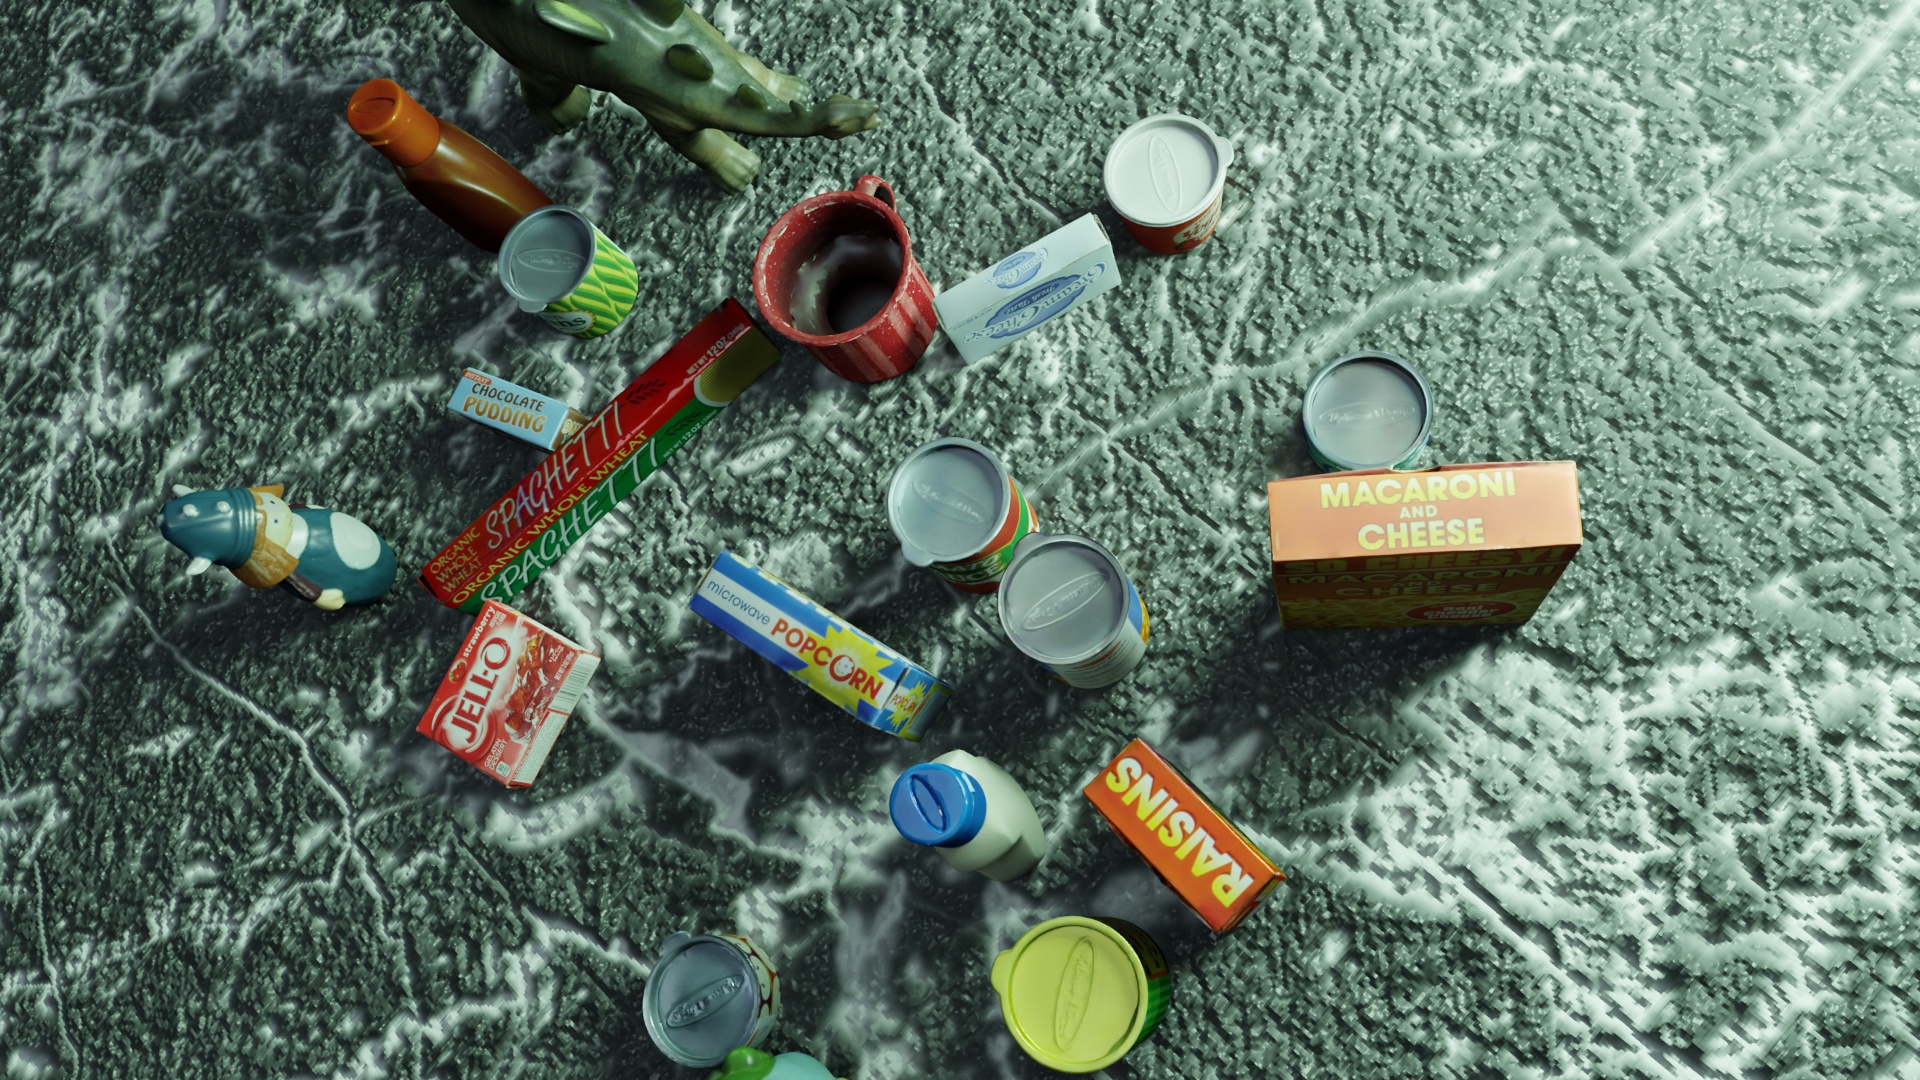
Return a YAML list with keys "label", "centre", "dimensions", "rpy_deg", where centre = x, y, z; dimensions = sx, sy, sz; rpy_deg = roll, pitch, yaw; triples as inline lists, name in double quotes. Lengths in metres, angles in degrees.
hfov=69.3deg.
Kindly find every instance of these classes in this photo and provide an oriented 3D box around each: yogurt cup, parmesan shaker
- label: "yogurt cup"
  centre: [0.117, -0.197, 0.783]
  dimensions: [0.072, 0.054, 0.072]
  rpy_deg: [-4, 75, 14]
- label: "parmesan shaker"
  centre: [0.060, 0.211, 0.661]
  dimensions: [0.071, 0.103, 0.071]
  rpy_deg: [-4, 75, 14]

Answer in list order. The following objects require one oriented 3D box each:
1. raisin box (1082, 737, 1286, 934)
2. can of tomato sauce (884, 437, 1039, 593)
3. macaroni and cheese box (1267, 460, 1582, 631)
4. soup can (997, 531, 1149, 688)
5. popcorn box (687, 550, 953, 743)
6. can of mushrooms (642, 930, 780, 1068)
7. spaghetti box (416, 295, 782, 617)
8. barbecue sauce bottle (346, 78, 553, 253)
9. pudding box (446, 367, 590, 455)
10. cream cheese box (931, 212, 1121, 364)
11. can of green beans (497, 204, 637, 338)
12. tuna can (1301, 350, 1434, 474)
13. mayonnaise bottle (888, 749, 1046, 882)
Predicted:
- label: "raisin box"
  centre: [0.108, 0.141, 0.657]
  dimensions: [0.040, 0.123, 0.086]
  rpy_deg: [-45, 70, 0]
- label: "can of tomato sauce"
  centre: [0.003, -0.009, 0.746]
  dimensions: [0.071, 0.083, 0.071]
  rpy_deg: [-4, 75, 14]
- label: "macaroni and cheese box"
  centre: [0.208, 0.007, 0.644]
  dimensions: [0.124, 0.166, 0.040]
  rpy_deg: [-4, 75, 14]
- label: "soup can"
  centre: [0.059, 0.036, 0.719]
  dimensions: [0.071, 0.083, 0.071]
  rpy_deg: [-4, 75, 14]
- label: "popcorn box"
  centre: [-0.074, 0.058, 0.747]
  dimensions: [0.127, 0.085, 0.038]
  rpy_deg: [30, 85, 20]
- label: "can of mushrooms"
  centre: [-0.133, 0.242, 0.740]
  dimensions: [0.071, 0.033, 0.071]
  rpy_deg: [-4, 74, 14]
- label: "spaghetti box"
  centre: [-0.214, -0.046, 0.831]
  dimensions: [0.250, 0.050, 0.029]
  rpy_deg: [-42, 70, 1]
- label: "barbecue sauce bottle"
  centre: [-0.314, -0.227, 0.853]
  dimensions: [0.065, 0.148, 0.044]
  rpy_deg: [-1, 76, 15]
- label: "pudding box"
  centre: [-0.265, -0.075, 0.852]
  dimensions: [0.084, 0.049, 0.030]
  rpy_deg: [21, 82, 19]
- label: "cream cheese box"
  centre: [0.039, -0.142, 0.789]
  dimensions: [0.104, 0.053, 0.024]
  rpy_deg: [-28, 71, 6]
- label: "can of green beans"
  centre: [-0.244, -0.166, 0.867]
  dimensions: [0.071, 0.057, 0.071]
  rpy_deg: [-4, 75, 14]
- label: "tuna can"
  centre: [0.214, -0.061, 0.732]
  dimensions: [0.071, 0.033, 0.071]
  rpy_deg: [-4, 74, 14]
- label: "mayonnaise bottle"
  centre: [0.003, 0.132, 0.673]
  dimensions: [0.041, 0.148, 0.065]
  rpy_deg: [-34, 70, 4]
